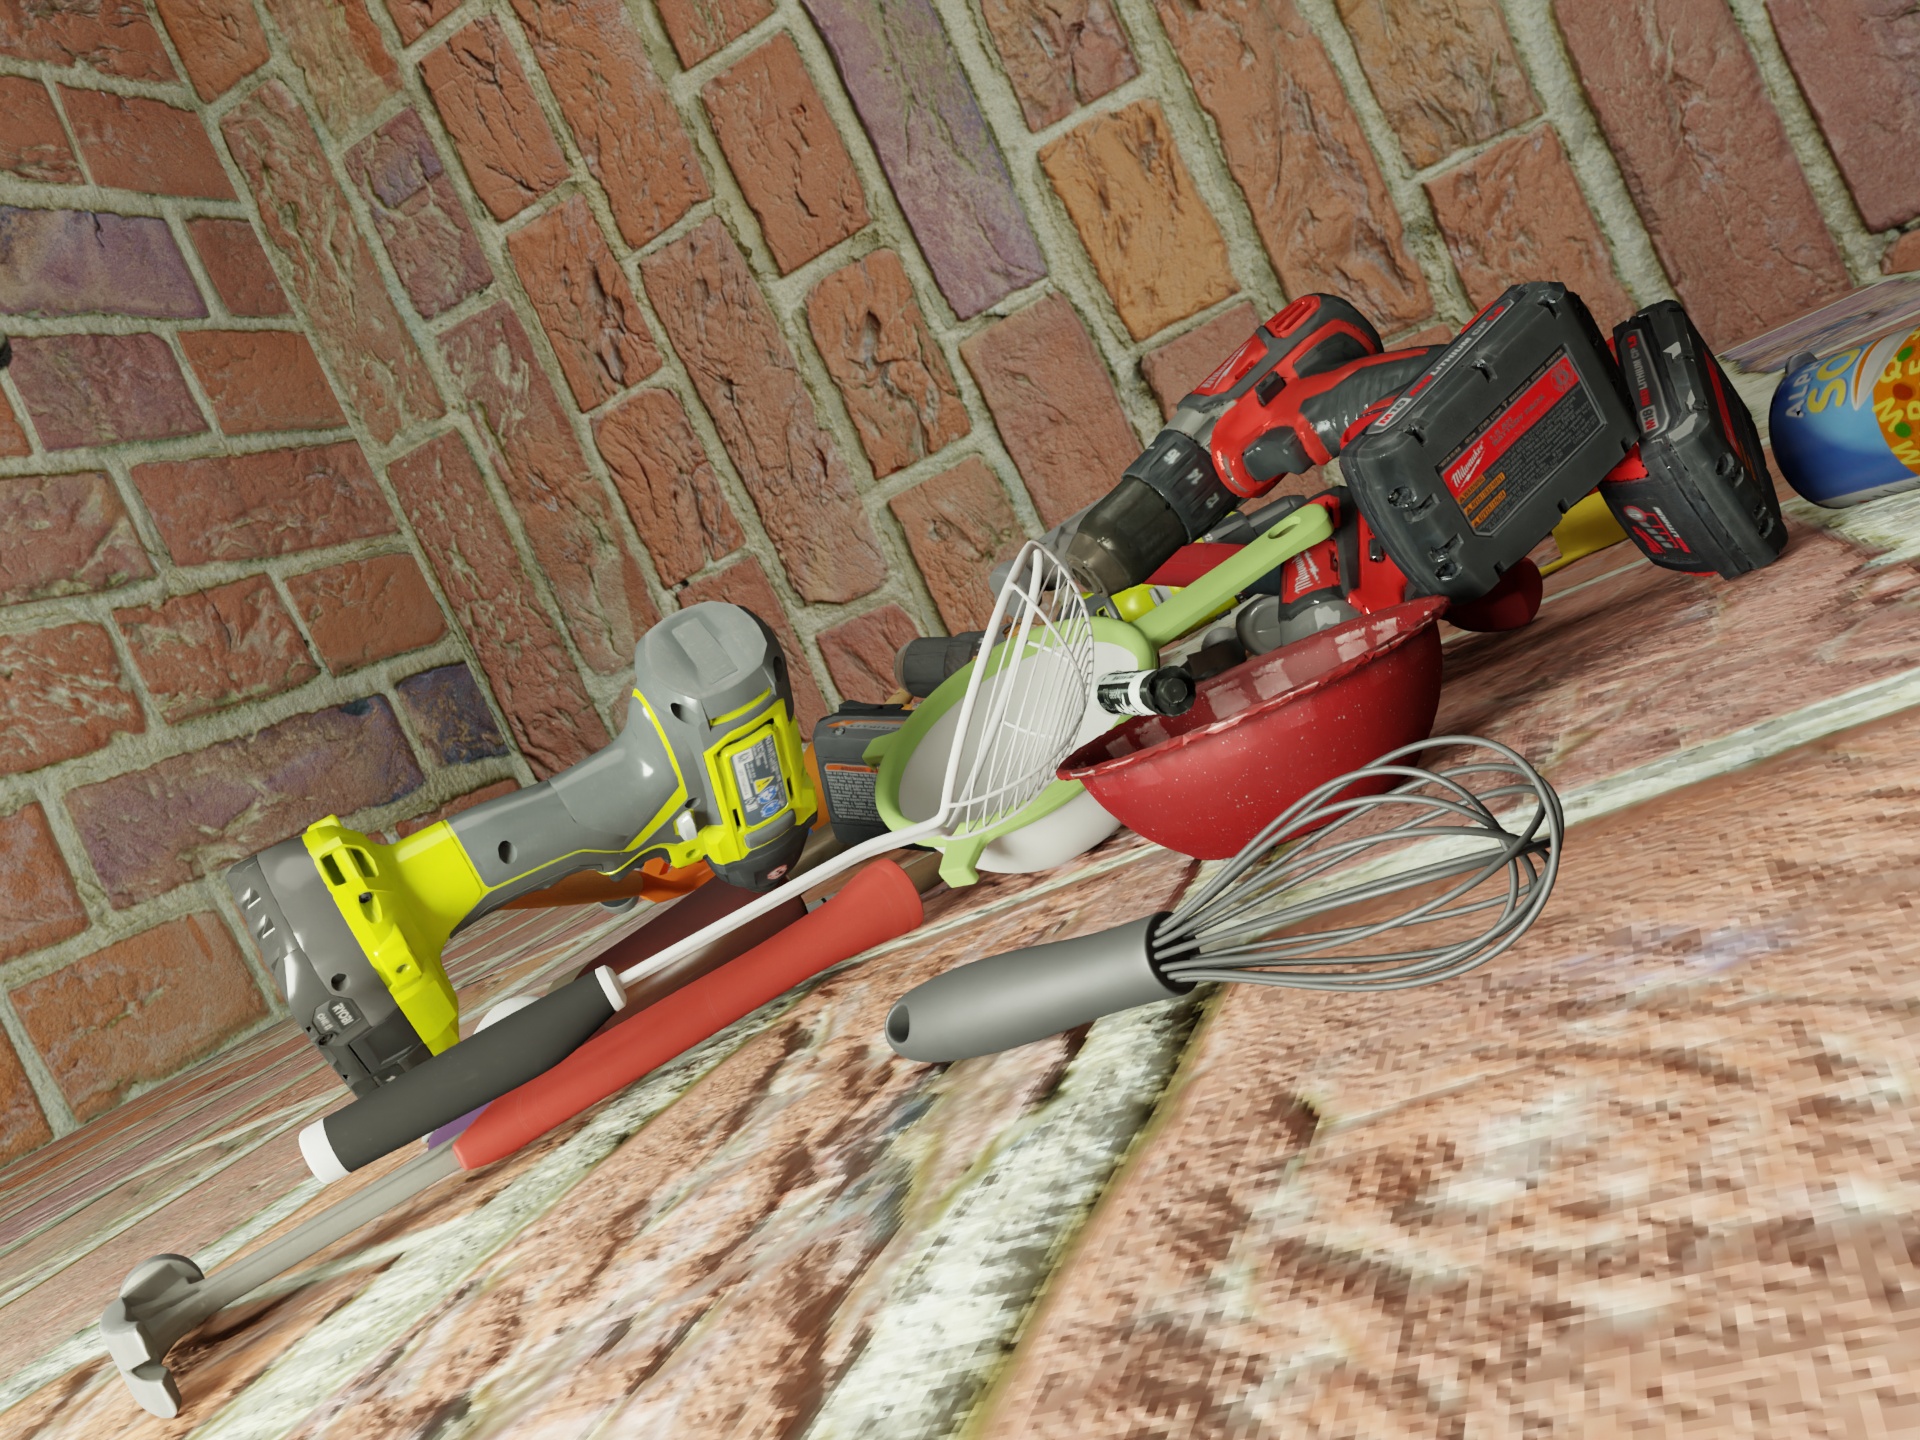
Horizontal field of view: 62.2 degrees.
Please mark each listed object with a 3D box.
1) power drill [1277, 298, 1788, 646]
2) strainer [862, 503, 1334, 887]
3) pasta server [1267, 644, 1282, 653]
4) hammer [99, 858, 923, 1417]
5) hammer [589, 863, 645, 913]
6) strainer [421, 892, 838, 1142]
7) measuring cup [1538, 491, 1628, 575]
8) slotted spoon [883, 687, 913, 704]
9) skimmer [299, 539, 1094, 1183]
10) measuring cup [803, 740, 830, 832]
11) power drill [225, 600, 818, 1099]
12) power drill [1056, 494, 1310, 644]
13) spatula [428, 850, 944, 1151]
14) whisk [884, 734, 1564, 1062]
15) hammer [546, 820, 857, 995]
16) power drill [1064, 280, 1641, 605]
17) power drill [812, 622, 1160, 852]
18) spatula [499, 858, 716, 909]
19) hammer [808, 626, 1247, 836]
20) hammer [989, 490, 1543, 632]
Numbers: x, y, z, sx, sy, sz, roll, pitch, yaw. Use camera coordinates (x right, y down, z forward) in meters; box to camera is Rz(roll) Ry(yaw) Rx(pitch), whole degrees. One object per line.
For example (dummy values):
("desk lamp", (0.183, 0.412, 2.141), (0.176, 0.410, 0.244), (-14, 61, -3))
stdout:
("power drill", (0.243, -0.082, 0.724), (0.219, 0.078, 0.143), (-27, 33, 35))
("strainer", (0.081, -0.008, 0.762), (0.256, 0.069, 0.152), (-35, 28, -3))
("pasta server", (0.172, -0.028, 0.980), (0.060, 0.040, 0.316), (-7, 12, 37))
("hammer", (-0.160, 0.151, 0.649), (0.359, 0.036, 0.149), (-28, 4, -29))
("hammer", (-0.101, 0.055, 1.261), (0.409, 0.036, 0.149), (-19, -20, -10))
("strainer", (-0.162, 0.141, 0.828), (0.258, 0.050, 0.087), (-23, -12, -14))
("measuring cup", (0.339, -0.101, 0.932), (0.156, 0.029, 0.062), (-25, 3, -18))
("slotted spoon", (-0.105, 0.059, 1.158), (0.070, 0.031, 0.314), (-4, 29, 31))
("skimmer", (-0.096, 0.051, 0.628), (0.363, 0.090, 0.127), (-29, -20, -13))
("measuring cup", (-0.087, 0.051, 1.086), (0.052, 0.095, 0.173), (-15, -3, 28))
("power drill", (-0.164, 0.063, 0.662), (0.223, 0.080, 0.171), (-30, -33, -19))
("power drill", (0.174, -0.106, 1.169), (0.190, 0.080, 0.228), (-29, 2, 12))
("spatula", (-0.115, 0.130, 0.790), (0.316, 0.018, 0.060), (-28, 7, -17))
("whisk", (0.054, 0.059, 0.425), (0.239, 0.055, 0.055), (-27, 1, 44))
("hammer", (-0.073, 0.078, 0.983), (0.146, 0.038, 0.410), (9, 33, 44))
("power drill", (0.156, -0.114, 0.704), (0.188, 0.080, 0.227), (-43, 25, -8))
("power drill", (-0.002, -0.003, 0.984), (0.185, 0.084, 0.226), (3, 24, 32))
("spatula", (-0.190, 0.080, 0.855), (0.081, 0.041, 0.322), (-18, -8, 11))
("hammer", (0.023, 0.030, 1.188), (0.405, 0.035, 0.144), (-25, 3, 14))
("hammer", (0.180, -0.097, 0.943), (0.143, 0.038, 0.386), (-36, 26, -25))
